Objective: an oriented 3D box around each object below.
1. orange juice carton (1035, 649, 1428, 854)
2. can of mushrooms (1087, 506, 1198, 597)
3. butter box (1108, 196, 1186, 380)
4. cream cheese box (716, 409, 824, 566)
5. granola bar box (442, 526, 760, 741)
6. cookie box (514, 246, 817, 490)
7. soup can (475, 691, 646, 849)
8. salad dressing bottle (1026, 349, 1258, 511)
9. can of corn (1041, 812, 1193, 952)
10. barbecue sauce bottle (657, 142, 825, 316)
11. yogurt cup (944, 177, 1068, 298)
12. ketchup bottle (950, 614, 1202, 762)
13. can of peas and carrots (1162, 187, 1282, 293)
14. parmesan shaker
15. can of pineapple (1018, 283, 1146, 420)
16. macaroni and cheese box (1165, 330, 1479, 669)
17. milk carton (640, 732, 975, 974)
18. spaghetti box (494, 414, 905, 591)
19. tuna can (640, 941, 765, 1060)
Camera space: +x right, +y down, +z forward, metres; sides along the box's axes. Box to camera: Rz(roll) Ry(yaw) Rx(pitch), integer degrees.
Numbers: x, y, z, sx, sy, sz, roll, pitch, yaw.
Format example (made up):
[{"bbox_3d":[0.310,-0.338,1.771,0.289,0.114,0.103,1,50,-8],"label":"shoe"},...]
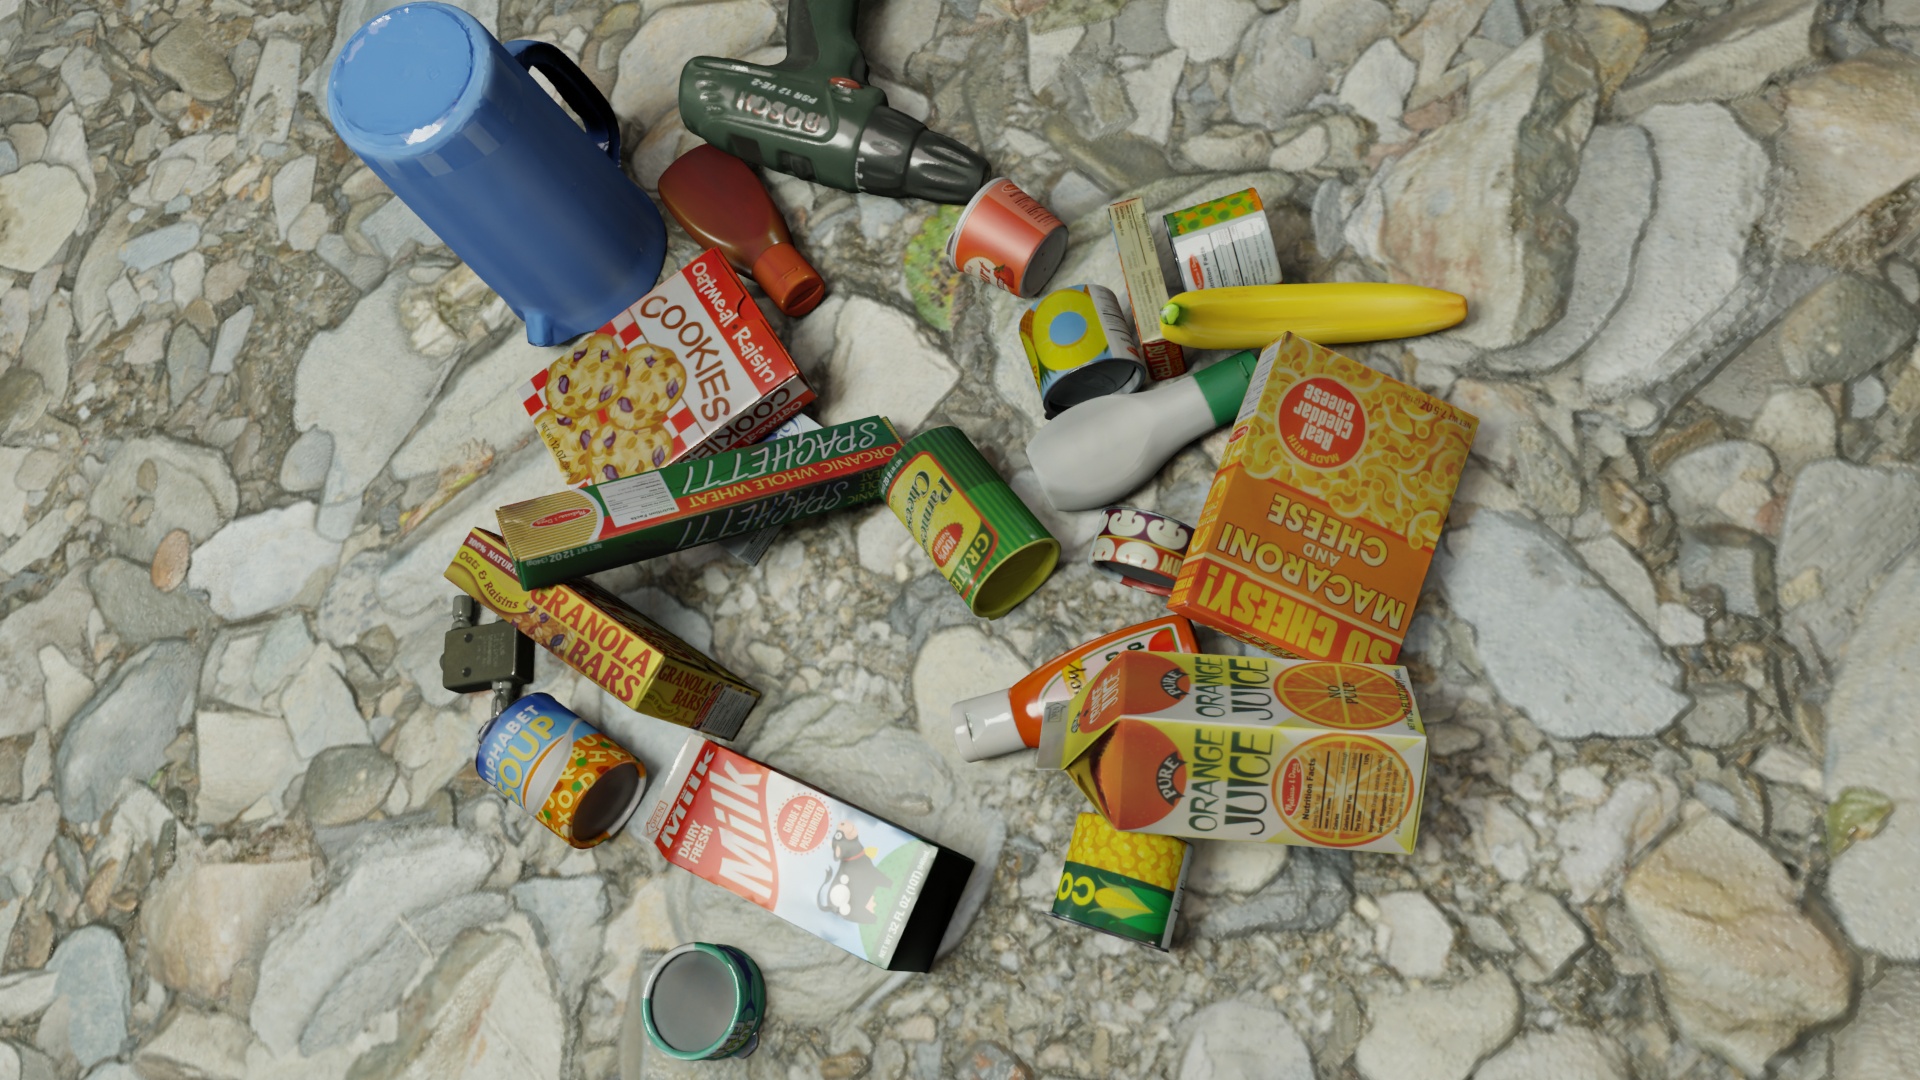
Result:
[{"bbox_3d":[0.137,0.108,0.726,0.193,0.072,0.072,3,114,8],"label":"orange juice carton"},{"bbox_3d":[0.111,0.008,0.804,0.071,0.071,0.033,14,77,21],"label":"can of mushrooms"},{"bbox_3d":[0.117,-0.157,0.869,0.024,0.053,0.104,-14,68,9],"label":"butter box"},{"bbox_3d":[-0.129,-0.039,0.919,0.053,0.024,0.104,35,84,23],"label":"cream cheese box"},{"bbox_3d":[-0.219,0.058,0.857,0.166,0.124,0.039,29,85,24],"label":"granola bar box"},{"bbox_3d":[-0.195,-0.098,0.917,0.167,0.040,0.123,-35,65,2],"label":"cookie box"},{"bbox_3d":[-0.250,0.143,0.866,0.084,0.071,0.071,29,82,24],"label":"soup can"},{"bbox_3d":[0.115,-0.068,0.844,0.147,0.044,0.064,-25,65,6],"label":"salad dressing bottle"},{"bbox_3d":[0.085,0.183,0.749,0.071,0.071,0.058,12,75,21],"label":"can of corn"},{"bbox_3d":[-0.151,-0.217,0.979,0.065,0.043,0.149,-37,65,-9],"label":"barbecue sauce bottle"},{"bbox_3d":[0.033,-0.194,0.903,0.054,0.072,0.072,35,84,16],"label":"yogurt cup"},{"bbox_3d":[0.069,0.092,0.801,0.149,0.043,0.065,-18,73,11],"label":"ketchup bottle"},{"bbox_3d":[0.162,-0.178,0.857,0.058,0.071,0.071,-16,67,11],"label":"can of peas and carrots"},{"bbox_3d":[0.003,-0.011,0.847,0.071,0.071,0.103,-40,64,1],"label":"parmesan shaker"},{"bbox_3d":[0.073,-0.116,0.861,0.071,0.071,0.058,-21,66,9],"label":"can of pineapple"},{"bbox_3d":[0.202,-0.015,0.773,0.124,0.040,0.167,24,79,-5],"label":"macaroni and cheese box"},{"bbox_3d":[-0.097,0.177,0.805,0.191,0.073,0.072,20,79,23],"label":"milk carton"},{"bbox_3d":[-0.150,-0.026,0.848,0.251,0.028,0.050,-16,47,-22],"label":"spaghetti box"},{"bbox_3d":[-0.149,0.271,0.810,0.071,0.032,0.071,-6,69,16],"label":"tuna can"}]
